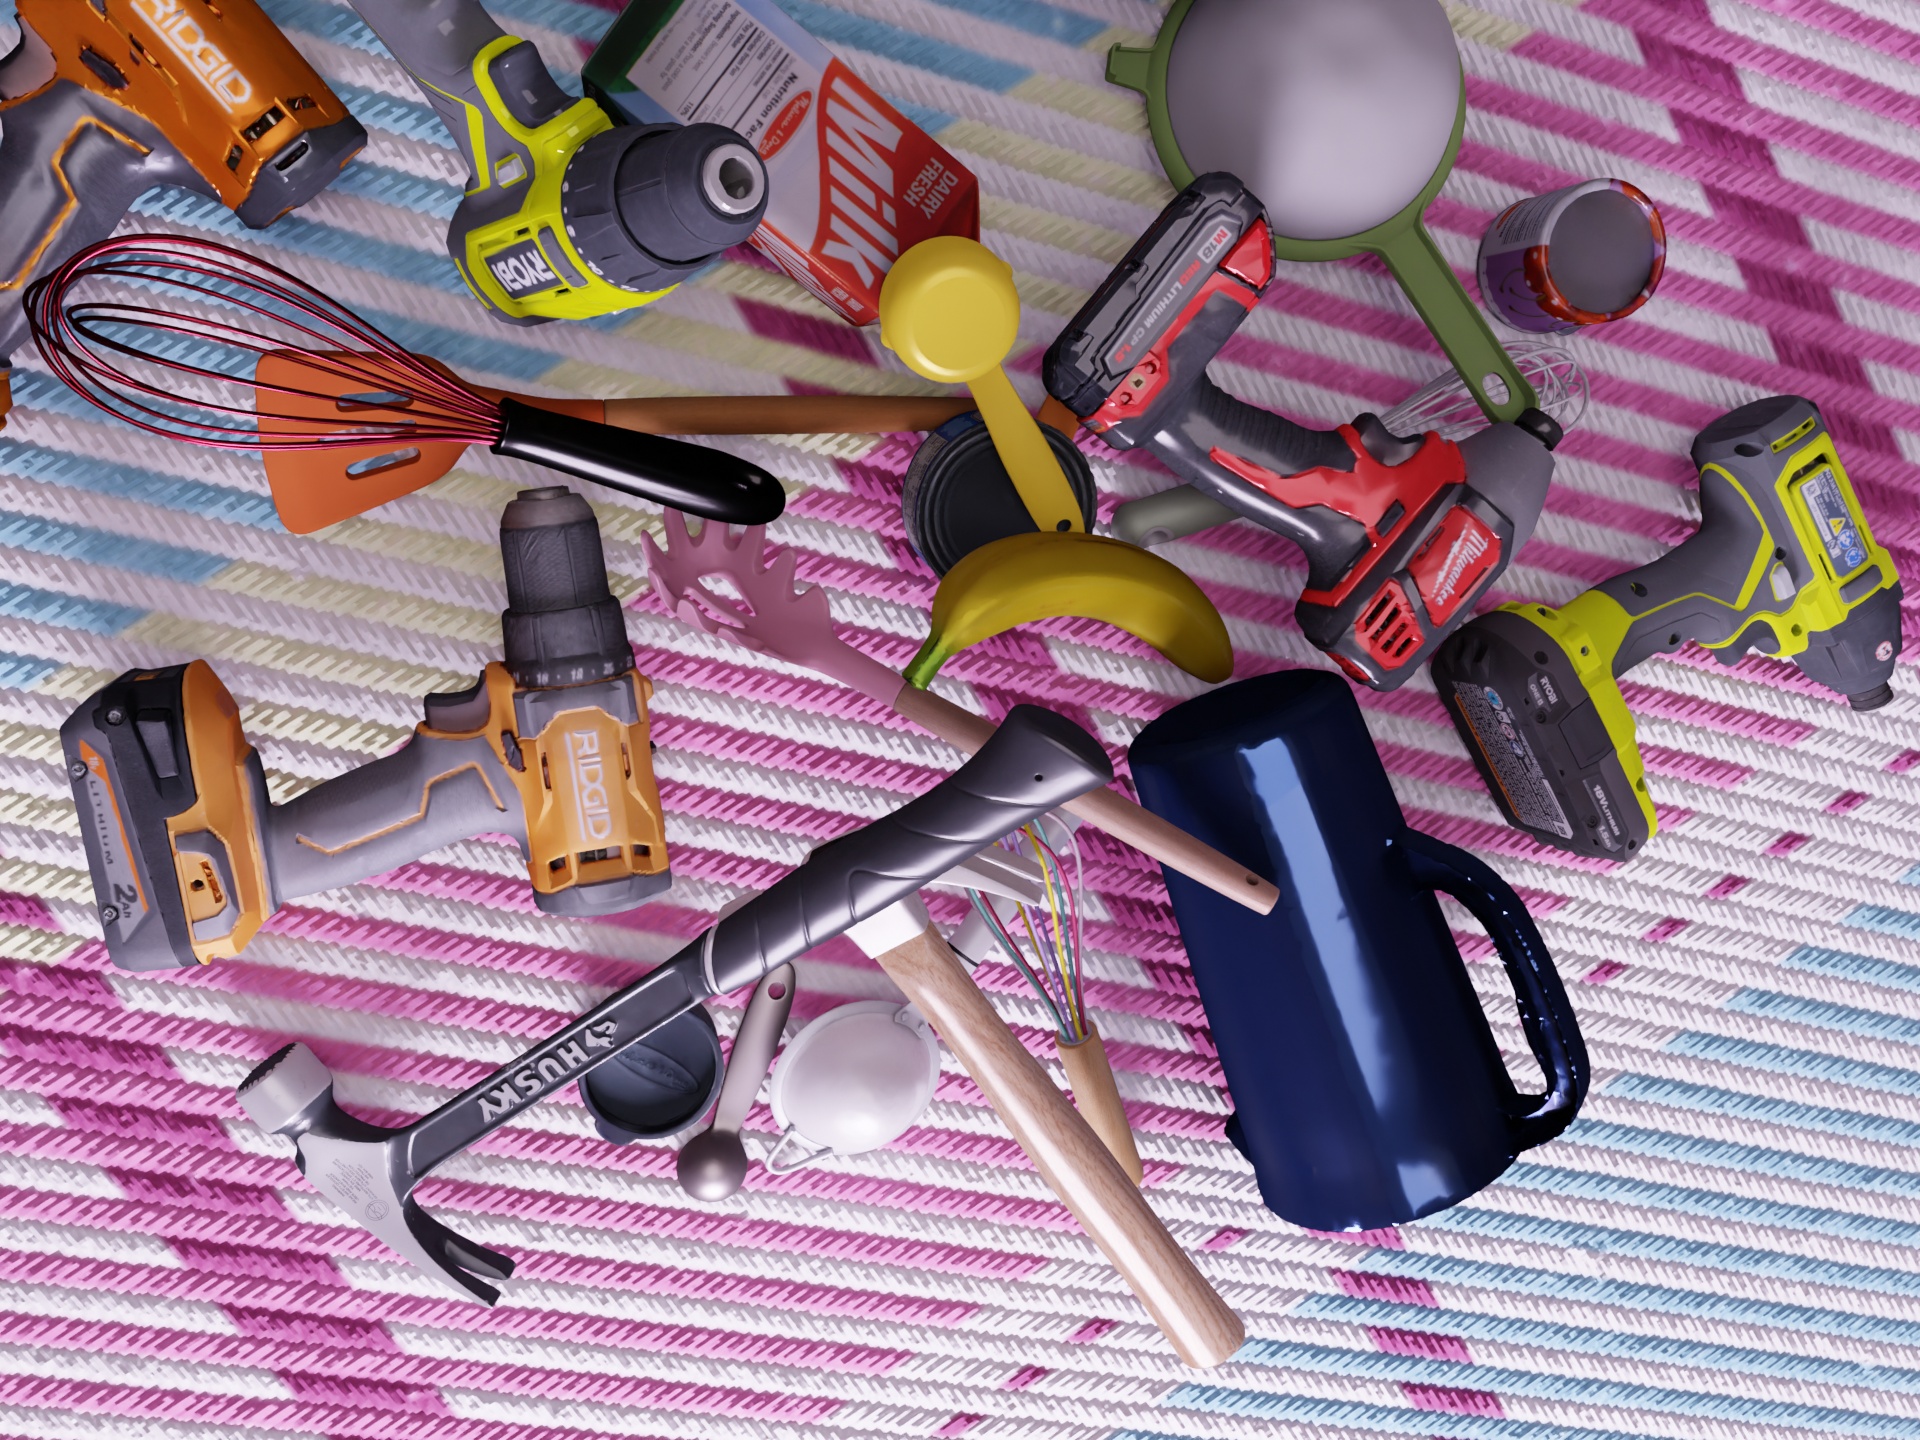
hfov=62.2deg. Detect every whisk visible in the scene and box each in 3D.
[{"bbox_3d":[-0.201,-0.122,0.627,0.295,0.073,0.073,12,96,-32],"label":"whisk"},{"bbox_3d":[0.049,0.133,0.747,0.051,0.047,0.244,-45,127,-41],"label":"whisk"},{"bbox_3d":[0.187,-0.129,0.763,0.246,0.057,0.059,-19,68,-5],"label":"whisk"}]

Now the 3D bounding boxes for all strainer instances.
[{"bbox_3d":[-0.006,0.122,0.761,0.086,0.050,0.258,38,86,-30],"label":"strainer"},{"bbox_3d":[0.191,-0.243,0.707,0.151,0.069,0.256,-34,91,-4],"label":"strainer"}]

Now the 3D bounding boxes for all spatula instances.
[{"bbox_3d":[-0.130,-0.129,0.695,0.322,0.041,0.081,-3,123,-13],"label":"spatula"}]

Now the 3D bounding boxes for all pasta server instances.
[{"bbox_3d":[-0.001,-0.002,0.694,0.316,0.040,0.060,29,54,6],"label":"pasta server"}]

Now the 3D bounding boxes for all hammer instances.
[{"bbox_3d":[0.038,0.179,0.724,0.130,0.031,0.331,-29,111,18],"label":"hammer"},{"bbox_3d":[-0.114,0.115,0.667,0.409,0.036,0.149,-32,103,16],"label":"hammer"}]

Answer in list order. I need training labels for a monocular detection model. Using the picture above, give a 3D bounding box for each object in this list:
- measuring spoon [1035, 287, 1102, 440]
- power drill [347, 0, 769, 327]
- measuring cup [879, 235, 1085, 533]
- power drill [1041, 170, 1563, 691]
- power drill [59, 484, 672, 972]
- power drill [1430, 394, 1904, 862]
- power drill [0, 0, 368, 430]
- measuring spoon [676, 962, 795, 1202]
[{"bbox_3d":[0.052,-0.151,0.744,0.021,0.011,0.117,24,93,-14],"label":"measuring spoon"},{"bbox_3d":[-0.171,-0.251,0.569,0.080,0.191,0.228,-46,120,-24],"label":"power drill"},{"bbox_3d":[0.019,-0.129,0.673,0.062,0.029,0.156,-29,120,5],"label":"measuring cup"},{"bbox_3d":[0.155,-0.130,0.702,0.219,0.078,0.143,40,96,-9],"label":"power drill"},{"bbox_3d":[-0.243,0.003,0.670,0.226,0.084,0.185,-9,103,-15],"label":"power drill"},{"bbox_3d":[0.365,-0.034,0.797,0.223,0.080,0.171,-33,103,-8],"label":"power drill"},{"bbox_3d":[-0.368,-0.217,0.603,0.226,0.084,0.164,-42,115,-6],"label":"power drill"},{"bbox_3d":[-0.103,0.174,0.758,0.034,0.018,0.124,19,93,-14],"label":"measuring spoon"}]
